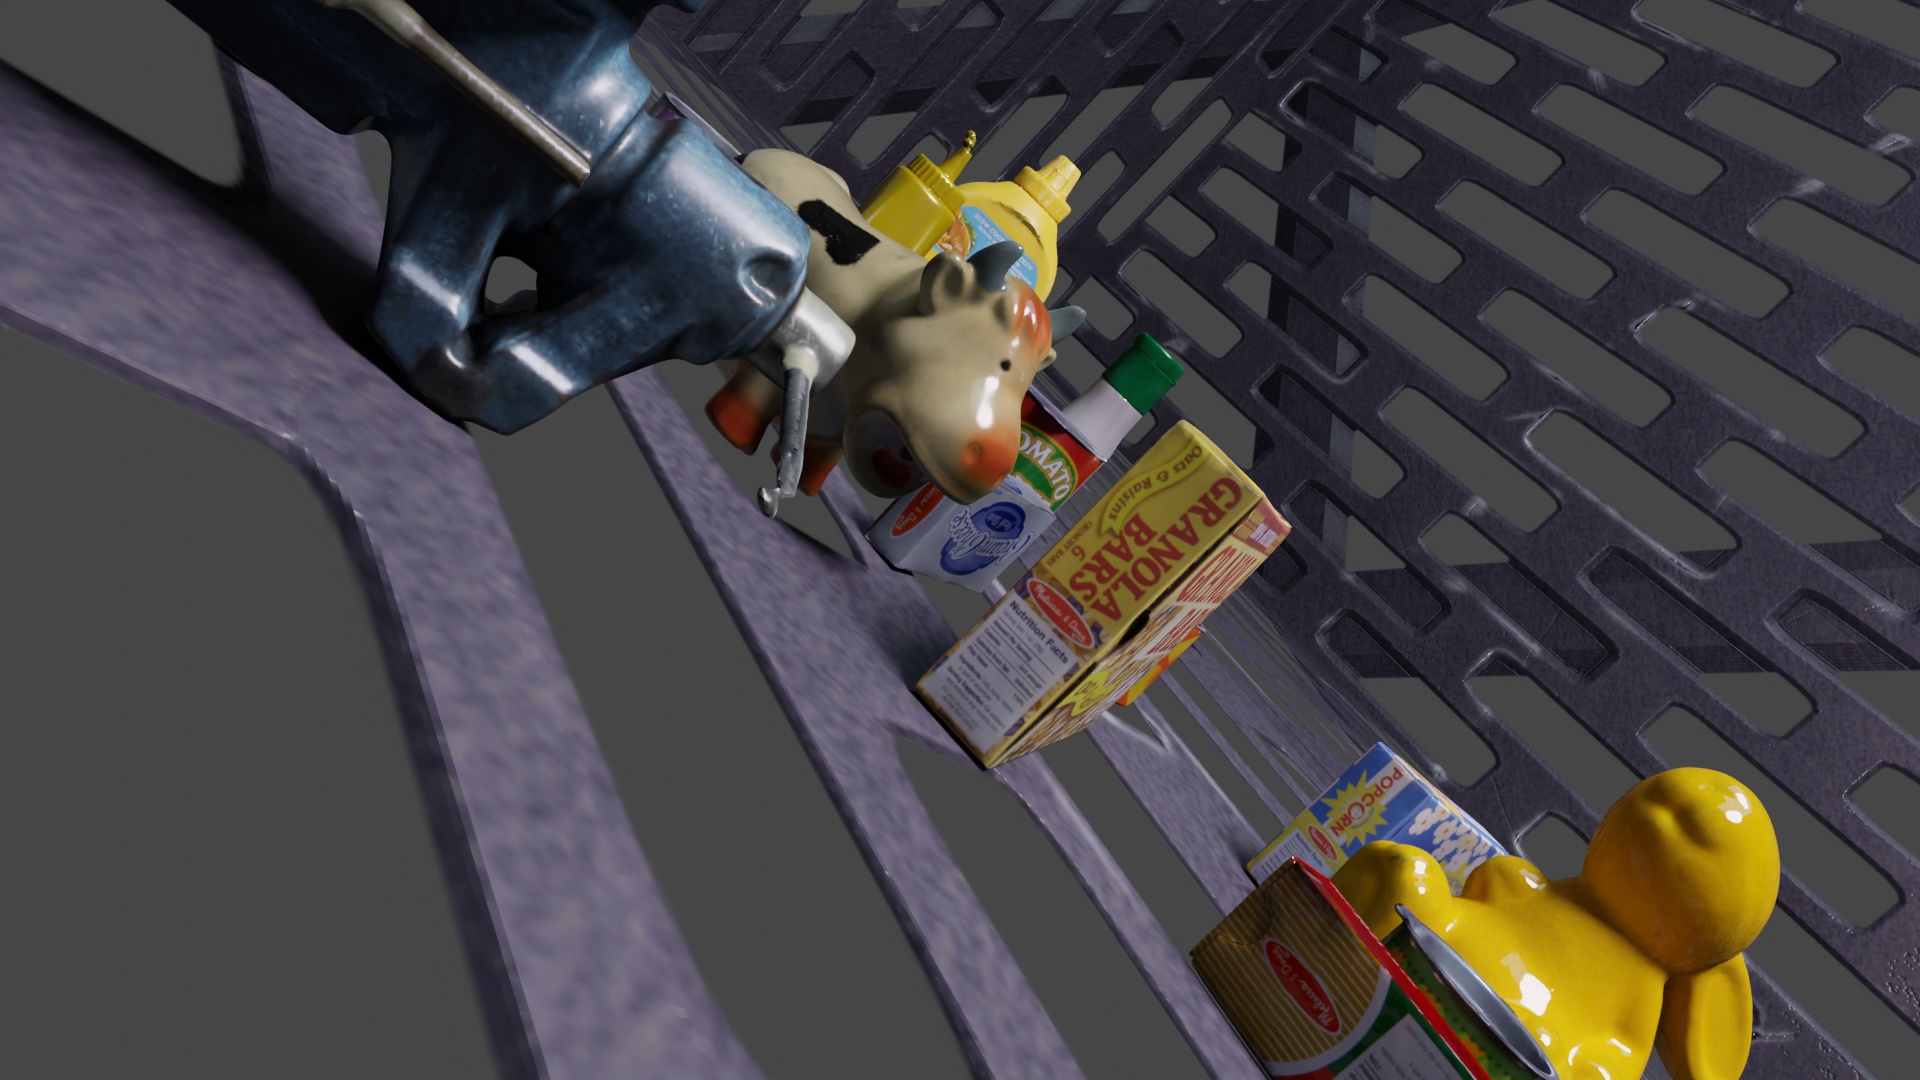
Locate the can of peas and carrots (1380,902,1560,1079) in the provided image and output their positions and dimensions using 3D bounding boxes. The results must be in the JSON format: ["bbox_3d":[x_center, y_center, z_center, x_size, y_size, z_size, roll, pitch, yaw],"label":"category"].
[{"bbox_3d":[0.147,0.166,0.454,0.071,0.058,0.071,43,9,-9],"label":"can of peas and carrots"}]

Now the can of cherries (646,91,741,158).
[{"bbox_3d":[-0.153,-0.199,0.760,0.071,0.058,0.071,43,9,-9],"label":"can of cherries"}]

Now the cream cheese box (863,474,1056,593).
[{"bbox_3d":[0.002,-0.008,0.604,0.024,0.053,0.104,48,10,20],"label":"cream cheese box"}]

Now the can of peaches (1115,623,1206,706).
[{"bbox_3d":[0.081,0.042,0.705,0.071,0.058,0.071,43,9,-9],"label":"can of peaches"}]

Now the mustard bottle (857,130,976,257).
[{"bbox_3d":[-0.044,-0.181,0.832,0.049,0.160,0.065,42,9,-16],"label":"mustard bottle"}]

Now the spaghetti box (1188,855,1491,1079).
[{"bbox_3d":[0.150,0.195,0.368,0.028,0.050,0.251,35,13,-46],"label":"spaghetti box"}]

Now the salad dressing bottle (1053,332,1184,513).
[{"bbox_3d":[0.074,-0.064,0.857,0.044,0.147,0.064,45,9,2],"label":"salad dressing bottle"}]

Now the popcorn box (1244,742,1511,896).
[{"bbox_3d":[0.199,0.152,0.645,0.126,0.085,0.038,35,13,-44],"label":"popcorn box"}]

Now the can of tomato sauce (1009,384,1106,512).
[{"bbox_3d":[0.023,-0.034,0.714,0.071,0.083,0.071,43,9,-9],"label":"can of tomato sauce"}]

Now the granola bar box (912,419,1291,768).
[{"bbox_3d":[0.062,0.022,0.511,0.039,0.124,0.165,47,10,13],"label":"granola bar box"}]

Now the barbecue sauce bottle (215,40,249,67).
[{"bbox_3d":[-0.181,-0.214,0.434,0.065,0.148,0.043,50,10,31],"label":"barbecue sauce bottle"}]
